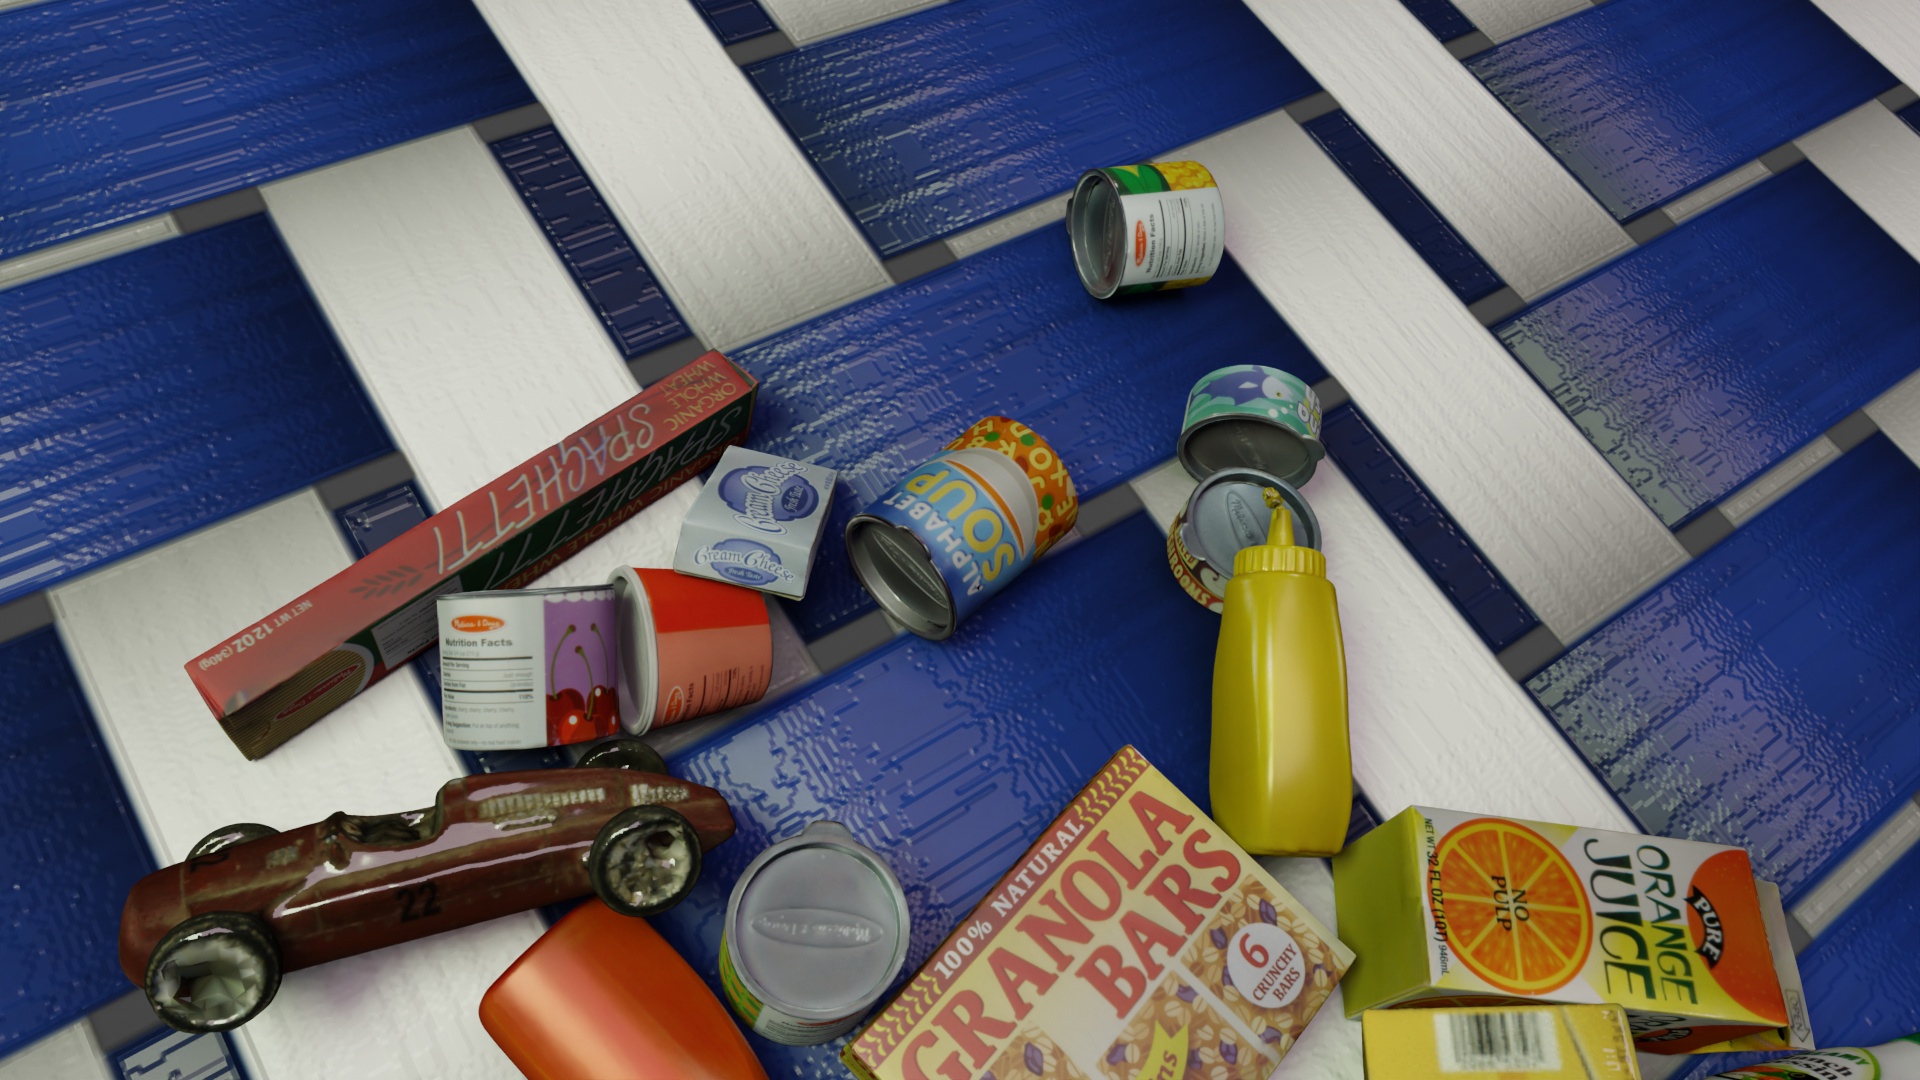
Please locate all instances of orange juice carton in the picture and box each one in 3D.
[{"bbox_3d":[0.260,0.165,0.573,0.193,0.072,0.072,9,60,-9],"label":"orange juice carton"}]

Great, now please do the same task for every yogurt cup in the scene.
[{"bbox_3d":[-0.110,0.042,0.561,0.054,0.072,0.072,-4,62,-29],"label":"yogurt cup"}]

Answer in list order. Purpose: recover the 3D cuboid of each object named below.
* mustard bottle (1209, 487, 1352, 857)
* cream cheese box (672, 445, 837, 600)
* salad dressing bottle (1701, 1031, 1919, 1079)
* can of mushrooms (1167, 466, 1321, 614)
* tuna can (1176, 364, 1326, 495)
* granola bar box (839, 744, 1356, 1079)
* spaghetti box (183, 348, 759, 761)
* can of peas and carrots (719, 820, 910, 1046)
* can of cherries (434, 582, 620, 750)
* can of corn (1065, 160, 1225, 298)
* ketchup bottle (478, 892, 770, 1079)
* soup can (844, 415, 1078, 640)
[{"bbox_3d":[0.137,0.054,0.595,0.049,0.065,0.160,7,76,-12],"label":"mustard bottle"},{"bbox_3d":[-0.084,-0.010,0.587,0.053,0.024,0.104,13,20,-4],"label":"cream cheese box"},{"bbox_3d":[0.370,0.231,0.572,0.148,0.064,0.044,-3,81,-24],"label":"salad dressing bottle"},{"bbox_3d":[0.131,0.001,0.658,0.071,0.033,0.071,6,61,-10],"label":"can of mushrooms"},{"bbox_3d":[0.142,-0.052,0.669,0.071,0.070,0.033,18,59,-3],"label":"tuna can"},{"bbox_3d":[0.055,0.180,0.537,0.124,0.039,0.166,43,61,11],"label":"granola bar box"},{"bbox_3d":[-0.189,-0.001,0.575,0.251,0.050,0.029,-37,76,-28],"label":"spaghetti box"},{"bbox_3d":[-0.056,0.147,0.518,0.071,0.058,0.071,6,60,-10],"label":"can of peas and carrots"},{"bbox_3d":[-0.164,0.047,0.537,0.071,0.071,0.058,-4,90,-15],"label":"can of cherries"},{"bbox_3d":[0.096,-0.163,0.725,0.058,0.070,0.071,-10,64,-18],"label":"can of corn"},{"bbox_3d":[-0.098,0.196,0.490,0.149,0.043,0.065,42,56,11],"label":"ketchup bottle"},{"bbox_3d":[0.002,-0.008,0.611,0.071,0.071,0.084,44,61,12],"label":"soup can"}]
